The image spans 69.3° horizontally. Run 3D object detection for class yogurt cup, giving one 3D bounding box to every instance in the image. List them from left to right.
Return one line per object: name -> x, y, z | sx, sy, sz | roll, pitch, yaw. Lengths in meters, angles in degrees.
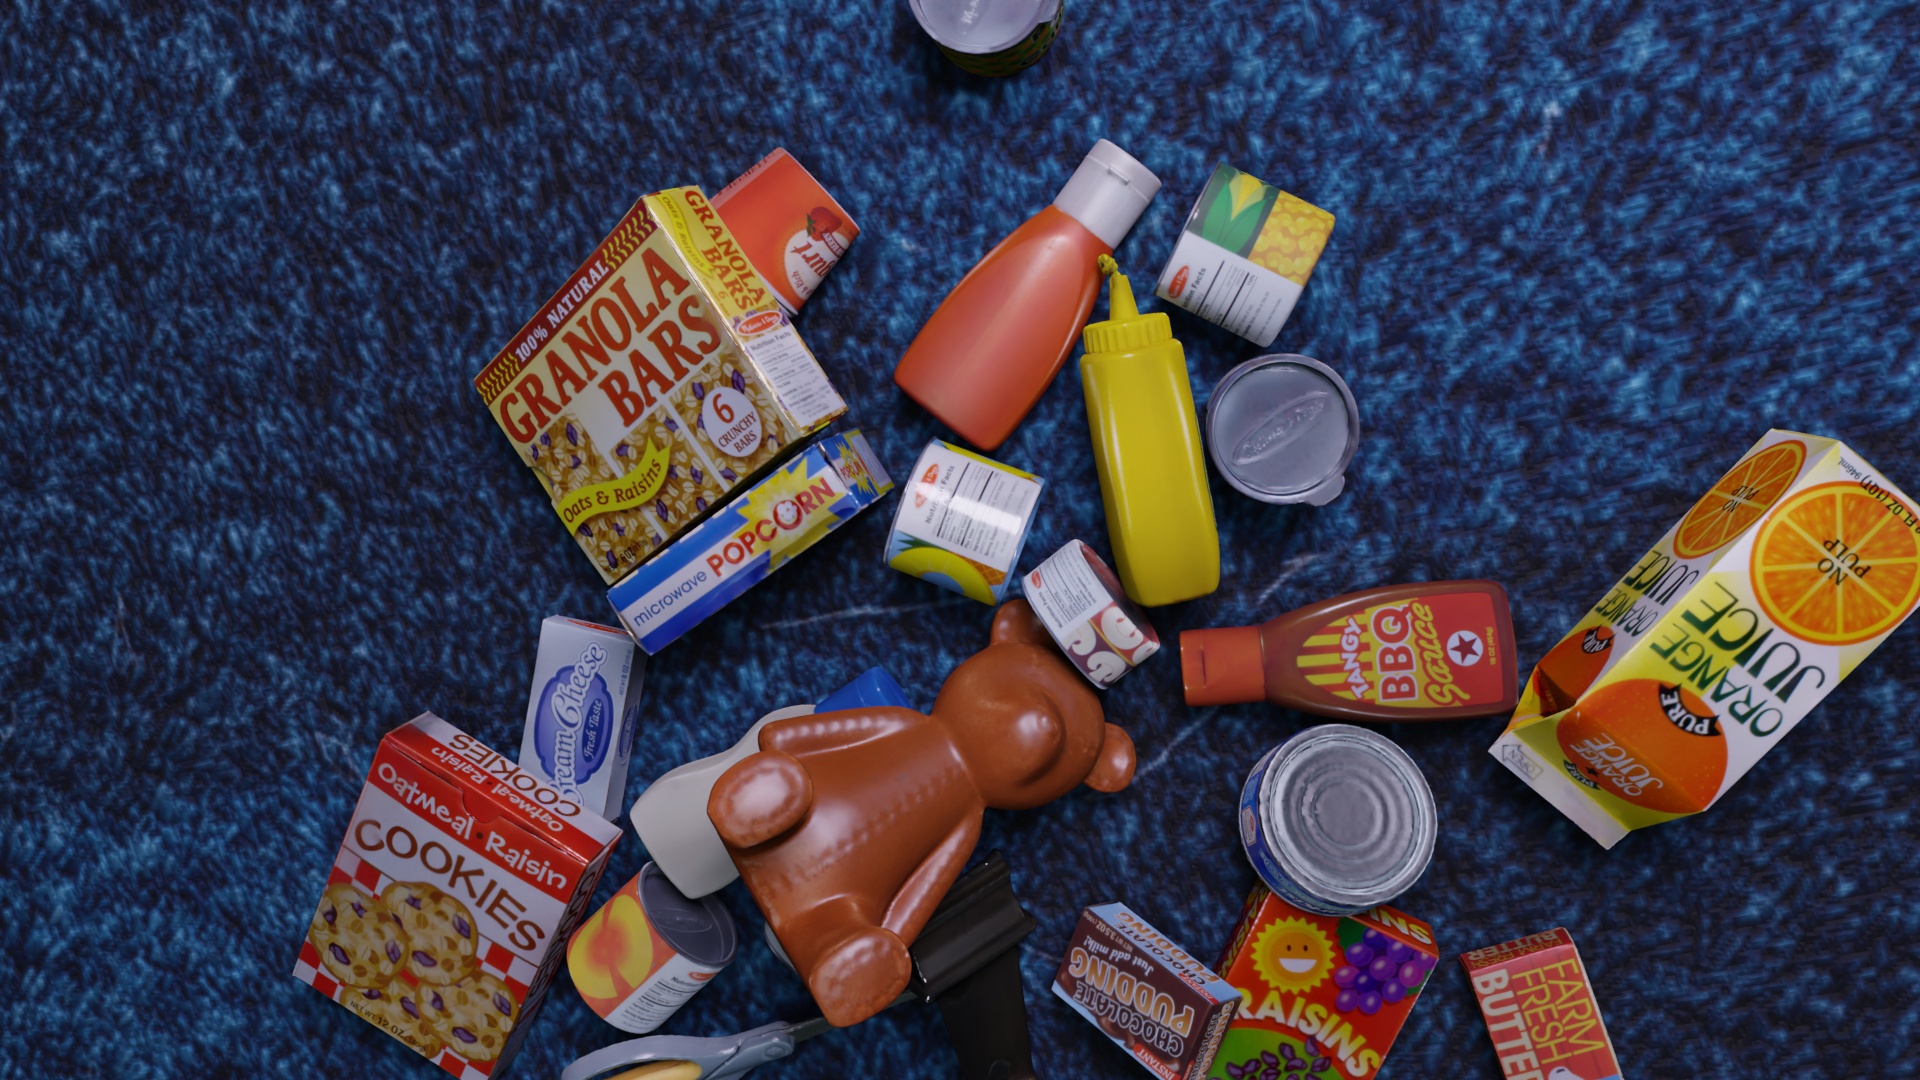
yogurt cup -> -0.085, -0.148, 0.657 | 0.054, 0.072, 0.072 | -44, 89, 4

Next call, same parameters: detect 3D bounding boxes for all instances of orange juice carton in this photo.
orange juice carton -> 0.327, 0.047, 0.612 | 0.072, 0.073, 0.192 | 41, 102, 2

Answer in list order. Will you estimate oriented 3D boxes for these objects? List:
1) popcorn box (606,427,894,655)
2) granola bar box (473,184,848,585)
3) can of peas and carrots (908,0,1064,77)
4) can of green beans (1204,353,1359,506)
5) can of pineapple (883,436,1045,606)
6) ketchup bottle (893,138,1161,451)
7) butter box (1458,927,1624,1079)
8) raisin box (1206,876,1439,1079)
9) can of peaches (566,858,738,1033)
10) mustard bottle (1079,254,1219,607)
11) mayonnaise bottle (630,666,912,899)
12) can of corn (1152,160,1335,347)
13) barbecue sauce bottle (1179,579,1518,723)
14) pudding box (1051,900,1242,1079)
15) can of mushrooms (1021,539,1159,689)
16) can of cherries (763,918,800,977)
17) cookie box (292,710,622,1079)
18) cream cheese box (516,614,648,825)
popcorn box -> -0.098, -0.001, 0.665 | 0.126, 0.085, 0.038 | -34, 93, 11
granola bar box -> -0.147, -0.068, 0.653 | 0.165, 0.039, 0.124 | -32, 92, 38
can of peas and carrots -> 0.015, -0.248, 0.631 | 0.071, 0.059, 0.071 | 1, 98, 8
can of green beans -> 0.145, -0.052, 0.635 | 0.071, 0.058, 0.071 | 1, 97, 9
can of pineapple -> 0.002, -0.008, 0.660 | 0.058, 0.071, 0.071 | 21, 100, 5
ketchup bottle -> 0.035, -0.117, 0.651 | 0.065, 0.043, 0.148 | 37, 101, -1
butter box -> 0.283, 0.242, 0.667 | 0.053, 0.024, 0.103 | -20, 94, 10
raisin box -> 0.165, 0.228, 0.677 | 0.086, 0.040, 0.123 | 25, 101, 6
can of peaches -> -0.159, 0.206, 0.712 | 0.058, 0.071, 0.071 | -44, 89, 12
mustard bottle -> 0.084, -0.052, 0.636 | 0.049, 0.065, 0.160 | -11, 101, 0
mayonnaise bottle -> -0.092, 0.118, 0.703 | 0.148, 0.041, 0.064 | -34, 92, 10
can of corn -> 0.128, -0.130, 0.625 | 0.058, 0.071, 0.071 | 27, 101, 4
barbecue sauce bottle -> 0.179, 0.055, 0.650 | 0.148, 0.043, 0.065 | -5, 84, 10
pudding box -> 0.089, 0.219, 0.671 | 0.084, 0.030, 0.049 | 30, 104, 42
can of mushrooms -> 0.063, 0.035, 0.656 | 0.033, 0.071, 0.071 | -39, 90, 11
can of cherries -> -0.054, 0.183, 0.693 | 0.071, 0.071, 0.058 | 30, 100, 4
cookie box -> -0.264, 0.189, 0.723 | 0.123, 0.040, 0.166 | 30, 111, 4
cream cheese box -> -0.198, 0.094, 0.724 | 0.053, 0.024, 0.103 | 13, 99, 8
